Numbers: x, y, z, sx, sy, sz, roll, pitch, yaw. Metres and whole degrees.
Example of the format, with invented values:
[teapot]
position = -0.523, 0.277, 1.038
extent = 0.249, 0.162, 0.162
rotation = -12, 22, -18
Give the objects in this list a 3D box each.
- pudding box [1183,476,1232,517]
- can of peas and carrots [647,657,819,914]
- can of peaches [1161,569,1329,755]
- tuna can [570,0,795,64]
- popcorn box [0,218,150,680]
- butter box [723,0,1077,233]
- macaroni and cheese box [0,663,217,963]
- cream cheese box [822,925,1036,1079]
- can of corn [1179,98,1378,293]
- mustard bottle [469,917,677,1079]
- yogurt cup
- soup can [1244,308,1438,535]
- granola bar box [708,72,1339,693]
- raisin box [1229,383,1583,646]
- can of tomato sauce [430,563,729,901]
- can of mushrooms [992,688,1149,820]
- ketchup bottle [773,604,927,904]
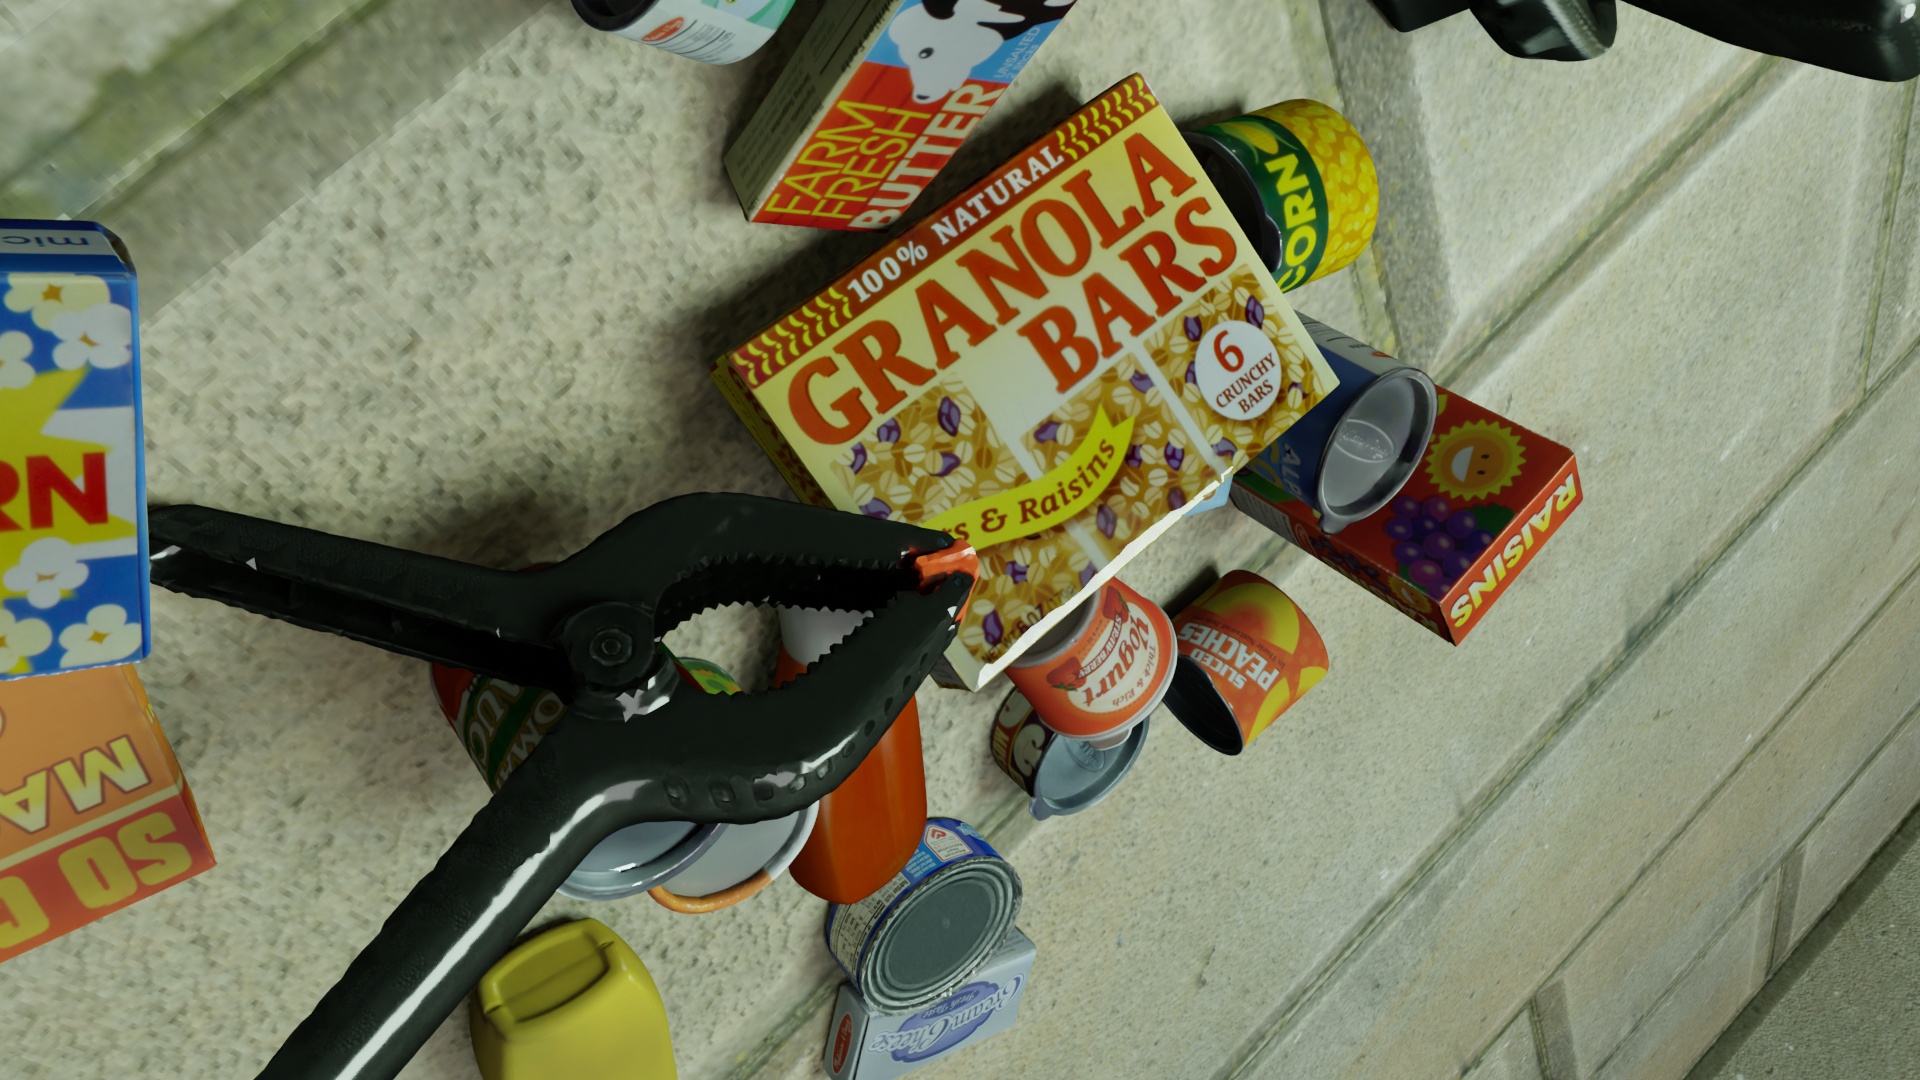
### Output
[pudding box]
position = 0.061, -0.028, 0.535
extent = 0.084, 0.050, 0.030
rotation = -17, 130, -33
[can of peas and carrots]
position = -0.092, 0.083, 0.470
extent = 0.071, 0.059, 0.070
rotation = -23, 131, -29
[can of peaches]
position = 0.125, 0.054, 0.636
extent = 0.058, 0.071, 0.071
rotation = -37, 137, -16
[tuna can]
position = -0.063, -0.151, 0.326
extent = 0.033, 0.071, 0.071
rotation = 4, 115, -44
[popcorn box]
position = -0.218, -0.013, 0.246
extent = 0.127, 0.038, 0.084
rotation = -8, 122, -39
[butter box]
position = -0.018, -0.124, 0.377
extent = 0.053, 0.024, 0.103
rotation = -6, 157, -39
[macaroni and cheese box]
position = -0.256, 0.031, 0.302
extent = 0.124, 0.040, 0.165
rotation = -24, 131, -28
[cream cheese box]
position = -0.013, 0.222, 0.664
extent = 0.104, 0.024, 0.053
rotation = -9, 124, -38
[can of corn]
position = 0.107, -0.119, 0.496
extent = 0.058, 0.071, 0.070
rotation = -25, 132, -28
[mustard bottle]
position = -0.139, 0.213, 0.527
extent = 0.065, 0.049, 0.159
rotation = -24, 132, -27
[yogurt cup]
position = 0.046, 0.040, 0.560
extent = 0.072, 0.072, 0.054
rotation = -49, 131, -3
[soup can]
position = 0.134, -0.052, 0.557
extent = 0.071, 0.084, 0.071
rotation = -22, 131, -28
[granola bar box]
position = 0.024, -0.051, 0.441
extent = 0.166, 0.039, 0.124
rotation = -39, 100, -19
[raisin box]
position = 0.185, -0.024, 0.592
extent = 0.086, 0.123, 0.040
rotation = -46, 138, -6
[can of tomato sauce]
position = -0.113, 0.054, 0.412
extent = 0.071, 0.083, 0.070
rotation = -23, 131, -29
[can of mushrooms]
position = 0.047, 0.088, 0.616
extent = 0.071, 0.033, 0.070
rotation = -24, 132, -29
[ketchup bottle]
position = -0.042, 0.063, 0.508
extent = 0.065, 0.043, 0.148
rotation = -45, 143, -43
